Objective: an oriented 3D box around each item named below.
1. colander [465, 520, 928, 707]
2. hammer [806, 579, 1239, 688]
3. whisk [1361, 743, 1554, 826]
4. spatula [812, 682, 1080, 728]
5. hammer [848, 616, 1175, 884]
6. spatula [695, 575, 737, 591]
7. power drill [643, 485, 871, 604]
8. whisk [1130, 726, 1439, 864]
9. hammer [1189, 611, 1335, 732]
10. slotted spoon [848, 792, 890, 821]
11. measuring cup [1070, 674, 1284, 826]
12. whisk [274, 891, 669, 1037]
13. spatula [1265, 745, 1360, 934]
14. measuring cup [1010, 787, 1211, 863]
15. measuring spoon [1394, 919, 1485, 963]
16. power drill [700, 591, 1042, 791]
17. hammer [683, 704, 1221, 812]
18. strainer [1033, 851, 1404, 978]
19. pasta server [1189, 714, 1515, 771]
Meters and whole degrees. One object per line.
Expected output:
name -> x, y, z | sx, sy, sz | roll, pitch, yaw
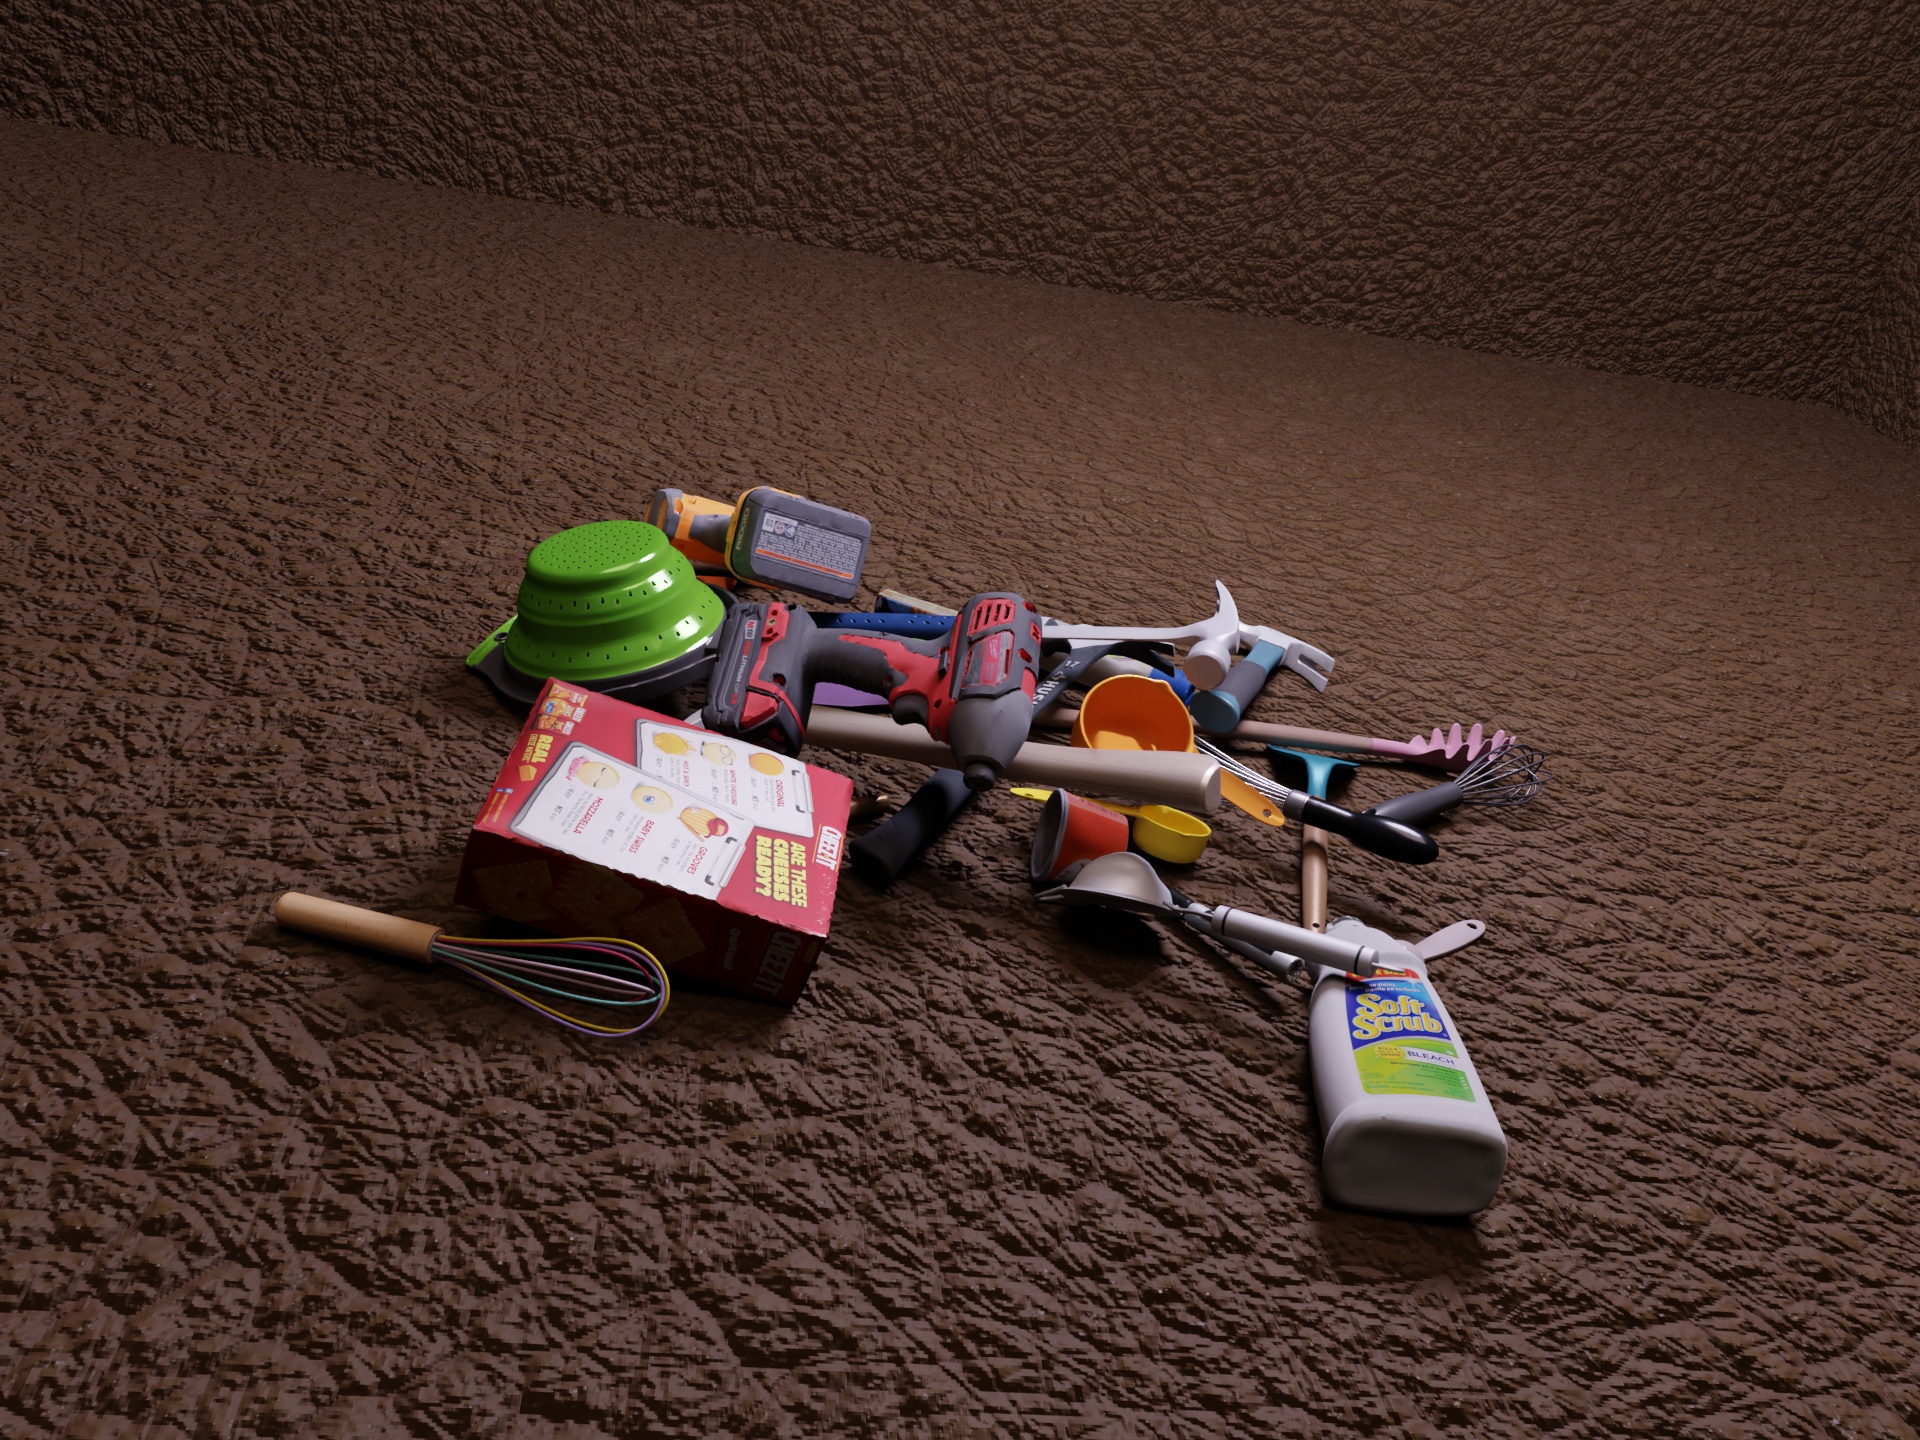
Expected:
colander -> -0.200, -0.091, 1.227 | 0.397, 0.094, 0.205 | 4, 31, 18
hammer -> 0.034, -0.077, 1.340 | 0.405, 0.035, 0.144 | 2, 28, 20
whisk -> 0.412, 0.064, 1.328 | 0.239, 0.055, 0.055 | -14, 36, -33
spatula -> -0.017, -0.014, 1.342 | 0.316, 0.018, 0.060 | 6, 23, -8
hammer -> 0.036, 0.014, 1.237 | 0.149, 0.036, 0.409 | 8, 30, 27
spatula -> -0.190, -0.077, 1.341 | 0.081, 0.041, 0.323 | 0, 24, -25
power drill -> -0.164, -0.157, 1.437 | 0.185, 0.084, 0.226 | 13, 1, -34
whisk -> 0.231, 0.055, 1.223 | 0.285, 0.070, 0.070 | 19, 27, 30
hammer -> 0.259, -0.041, 1.434 | 0.128, 0.033, 0.331 | 22, 19, 14
slotted spoon -> -0.169, 0.085, 1.079 | 0.313, 0.031, 0.070 | -12, 40, -42
measuring cup -> 0.162, 0.039, 1.201 | 0.173, 0.052, 0.095 | 34, 60, 6
whisk -> -0.283, 0.132, 0.925 | 0.245, 0.047, 0.051 | 12, 27, 9
spatula -> 0.279, 0.088, 1.252 | 0.082, 0.044, 0.318 | 12, 31, 6
measuring cup -> 0.109, 0.077, 1.181 | 0.156, 0.029, 0.062 | 11, 15, -11
measuring spoon -> 0.343, 0.157, 1.144 | 0.124, 0.018, 0.034 | -13, 35, -40
power drill -> -0.057, -0.016, 1.089 | 0.220, 0.078, 0.143 | -1, 57, 14
hammer -> -0.014, 0.024, 1.134 | 0.411, 0.038, 0.146 | 8, 24, 31
strainer -> 0.166, 0.128, 1.045 | 0.258, 0.050, 0.086 | 14, -8, 31
pasta server -> 0.335, 0.012, 1.393 | 0.316, 0.040, 0.060 | 7, 12, -12
